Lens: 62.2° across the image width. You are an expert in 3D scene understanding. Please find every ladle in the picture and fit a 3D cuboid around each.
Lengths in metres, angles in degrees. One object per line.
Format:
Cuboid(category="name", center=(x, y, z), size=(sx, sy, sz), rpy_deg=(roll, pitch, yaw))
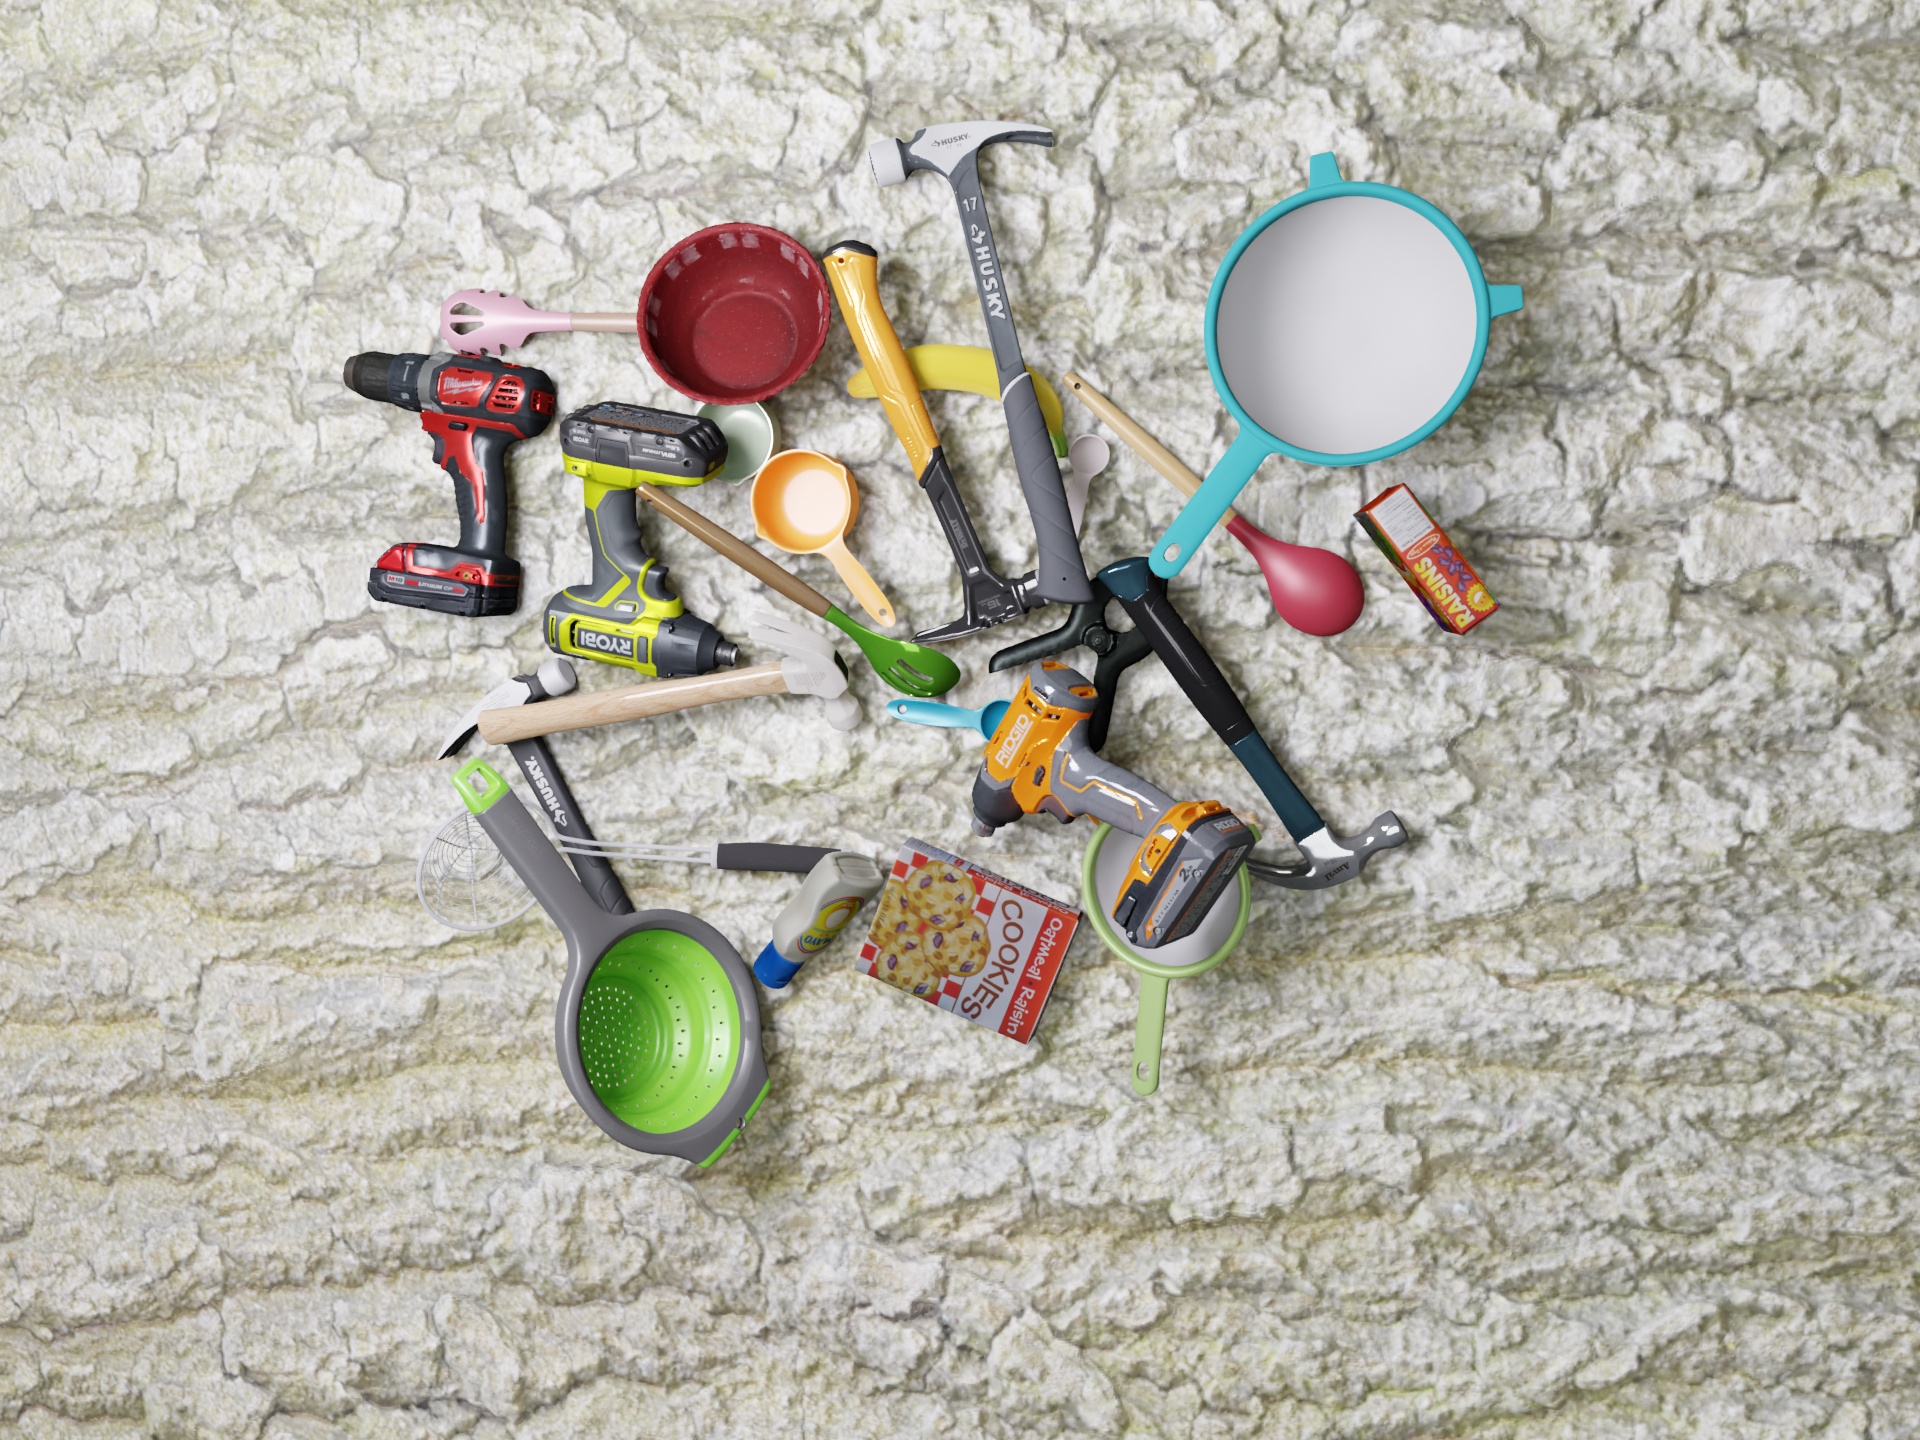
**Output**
Cuboid(category="ladle", center=(0.205, -0.183, 1.310), size=(0.315, 0.031, 0.069), rpy_deg=(42, 103, 4))

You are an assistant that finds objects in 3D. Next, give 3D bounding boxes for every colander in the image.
Cuboid(category="colander", center=(-0.319, 0.203, 1.344), size=(0.094, 0.204, 0.396), rpy_deg=(-16, 114, 41))

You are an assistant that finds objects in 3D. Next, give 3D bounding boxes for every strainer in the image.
Cuboid(category="strainer", center=(0.262, -0.253, 1.256), size=(0.211, 0.095, 0.340), rpy_deg=(38, 104, 6))
Cuboid(category="strainer", center=(0.177, 0.186, 1.337), size=(0.151, 0.069, 0.256), rpy_deg=(11, 102, 31))

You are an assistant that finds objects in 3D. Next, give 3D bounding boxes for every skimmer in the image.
Cuboid(category="skimmer", center=(-0.277, 0.130, 1.379), size=(0.363, 0.090, 0.127), rpy_deg=(3, 114, -1))

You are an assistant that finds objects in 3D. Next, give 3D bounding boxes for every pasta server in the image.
Cuboid(category="pasta server", center=(-0.308, -0.346, 1.383), size=(0.316, 0.040, 0.060), rpy_deg=(2, 98, 6))

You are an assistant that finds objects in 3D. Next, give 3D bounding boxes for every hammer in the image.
Cuboid(category="hammer", center=(-0.348, 0.121, 1.448), size=(0.146, 0.035, 0.335), rpy_deg=(-27, 92, 12))
Cuboid(category="hammer", center=(-0.259, -0.021, 1.371), size=(0.331, 0.031, 0.129), rpy_deg=(-9, 136, 10))
Cuboid(category="hammer", center=(0.224, 0.001, 1.307), size=(0.128, 0.033, 0.331), rpy_deg=(-35, 98, 14))
Cuboid(category="hammer", center=(-0.041, -0.230, 1.316), size=(0.127, 0.034, 0.336), rpy_deg=(-19, 102, 17))
Cuboid(category="hammer", center=(0.045, -0.289, 1.284), size=(0.149, 0.036, 0.409), rpy_deg=(-14, 87, 3))

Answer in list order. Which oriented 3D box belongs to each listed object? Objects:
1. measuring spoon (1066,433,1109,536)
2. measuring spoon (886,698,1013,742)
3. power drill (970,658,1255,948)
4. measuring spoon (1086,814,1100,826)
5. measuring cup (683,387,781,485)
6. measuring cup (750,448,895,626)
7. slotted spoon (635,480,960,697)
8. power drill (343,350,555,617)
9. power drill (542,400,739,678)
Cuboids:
Cuboid(category="measuring spoon", center=(0.095, -0.181, 1.338), size=(0.034, 0.018, 0.124), rpy_deg=(14, 107, -5))
Cuboid(category="measuring spoon", center=(-0.002, -0.004, 1.380), size=(0.128, 0.021, 0.042), rpy_deg=(8, 99, 18))
Cuboid(category="power drill", center=(0.107, 0.079, 1.284), size=(0.227, 0.084, 0.164), rpy_deg=(42, 117, 26))
Cuboid(category="measuring spoon", center=(0.095, 0.046, 1.370), size=(0.021, 0.011, 0.117), rpy_deg=(-35, 94, 13))
Cuboid(category="measuring cup", center=(-0.234, -0.240, 1.379), size=(0.167, 0.038, 0.083), rpy_deg=(-4, 98, 17))
Cuboid(category="measuring cup", center=(-0.105, -0.153, 1.358), size=(0.095, 0.052, 0.173), rpy_deg=(-36, 93, 13))
Cuboid(category="slotted spoon", center=(-0.134, -0.104, 1.321), size=(0.313, 0.031, 0.070), rpy_deg=(34, 143, -16))
Cuboid(category="power drill", center=(-0.464, -0.214, 1.404), size=(0.188, 0.080, 0.226), rpy_deg=(10, 97, 9))
Cuboid(category="power drill", center=(-0.267, -0.148, 1.359), size=(0.171, 0.080, 0.223), rpy_deg=(12, 116, 10))
